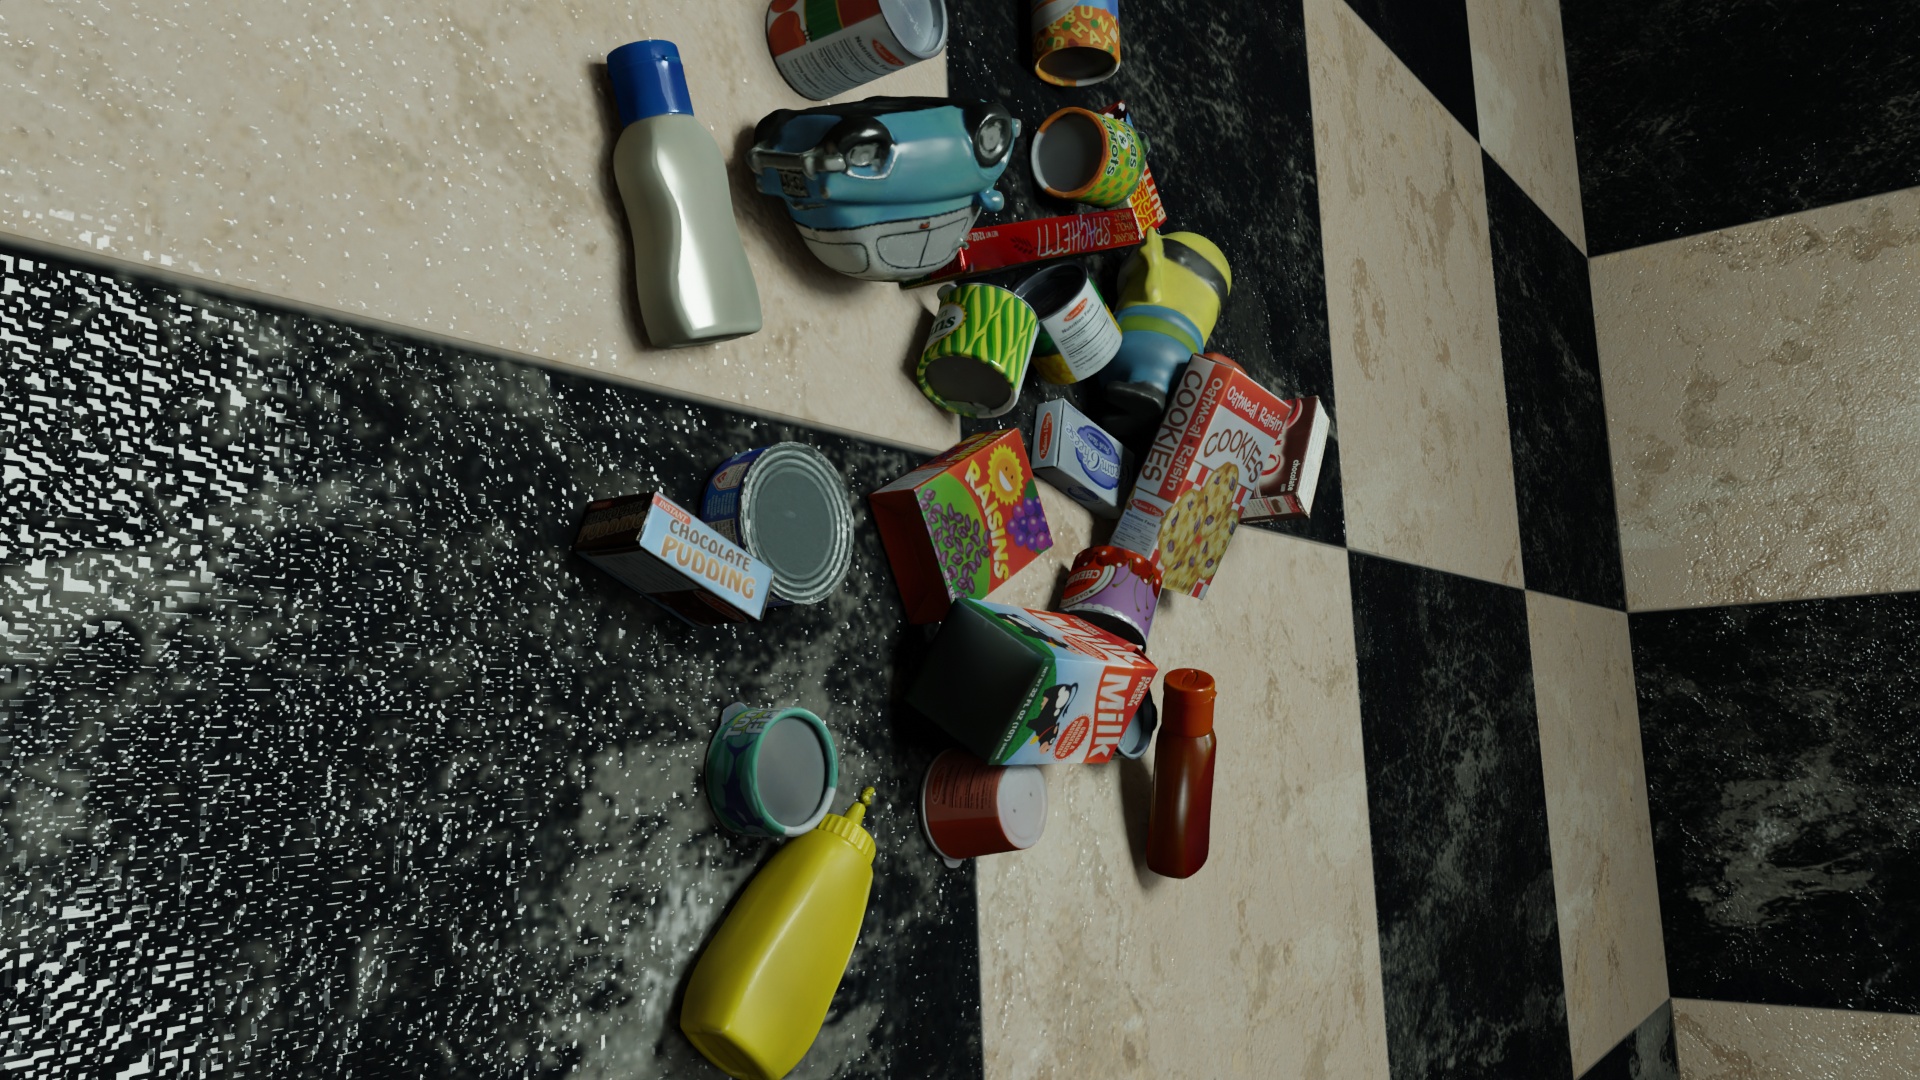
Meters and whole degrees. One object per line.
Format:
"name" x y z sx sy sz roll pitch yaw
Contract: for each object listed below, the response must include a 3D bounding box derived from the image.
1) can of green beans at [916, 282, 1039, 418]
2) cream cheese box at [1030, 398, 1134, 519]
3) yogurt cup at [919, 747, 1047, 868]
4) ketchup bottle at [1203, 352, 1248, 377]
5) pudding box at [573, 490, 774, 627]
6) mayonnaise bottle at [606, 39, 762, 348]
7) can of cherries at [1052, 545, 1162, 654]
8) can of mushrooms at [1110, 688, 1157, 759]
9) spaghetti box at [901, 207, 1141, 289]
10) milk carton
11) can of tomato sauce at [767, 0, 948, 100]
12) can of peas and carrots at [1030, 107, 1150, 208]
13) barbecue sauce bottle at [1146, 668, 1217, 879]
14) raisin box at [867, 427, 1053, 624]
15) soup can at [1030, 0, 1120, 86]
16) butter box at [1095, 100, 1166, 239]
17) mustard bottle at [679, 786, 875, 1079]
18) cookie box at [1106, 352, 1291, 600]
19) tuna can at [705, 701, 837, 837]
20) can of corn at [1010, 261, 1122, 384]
"can of green beans" 0.011 -0.119 0.876 0.071 0.071 0.058 46 49 -39
"cream cheese box" 0.090 -0.057 1.006 0.103 0.024 0.053 30 60 -47
"yogurt cup" 0.016 0.158 0.836 0.072 0.054 0.072 17 69 -51
"ketchup bottle" 0.208 -0.079 1.155 0.064 0.043 0.149 32 58 -39
"pudding box" -0.136 0.011 0.663 0.083 0.049 0.030 40 55 -42
"mayonnaise bottle" -0.143 -0.173 0.700 0.065 0.041 0.148 -19 97 -55
"can of cherries" 0.101 0.044 0.966 0.071 0.071 0.059 50 46 -36
"can of mushrooms" 0.109 0.123 0.988 0.071 0.033 0.071 16 70 -51
"spaghetti box" 0.047 -0.203 0.957 0.251 0.050 0.028 -25 105 -53
"milk carton" 0.057 0.090 0.863 0.190 0.073 0.072 14 106 -56
"can of tomato sauce" -0.059 -0.300 0.803 0.071 0.083 0.071 15 71 -52
"can of peas and carrots" 0.095 -0.281 1.020 0.059 0.071 0.071 -7 89 -54
"barbecue sauce bottle" 0.161 0.166 1.003 0.065 0.044 0.148 -39 134 -59
"raisin box" 0.003 -0.011 0.866 0.124 0.040 0.086 -34 110 -50
"soup can" 0.082 -0.391 1.030 0.071 0.071 0.084 12 74 -52
"butter box" 0.129 -0.292 1.107 0.053 0.024 0.103 -48 120 -46
"mustard bottle" -0.080 0.190 0.703 0.065 0.048 0.161 59 41 -28
"cookie box" 0.178 -0.045 1.041 0.123 0.040 0.167 17 98 -57
"tuna can" -0.096 0.116 0.710 0.071 0.033 0.071 14 72 -52
"can of corn" 0.070 -0.151 0.966 0.058 0.071 0.071 54 44 -34
